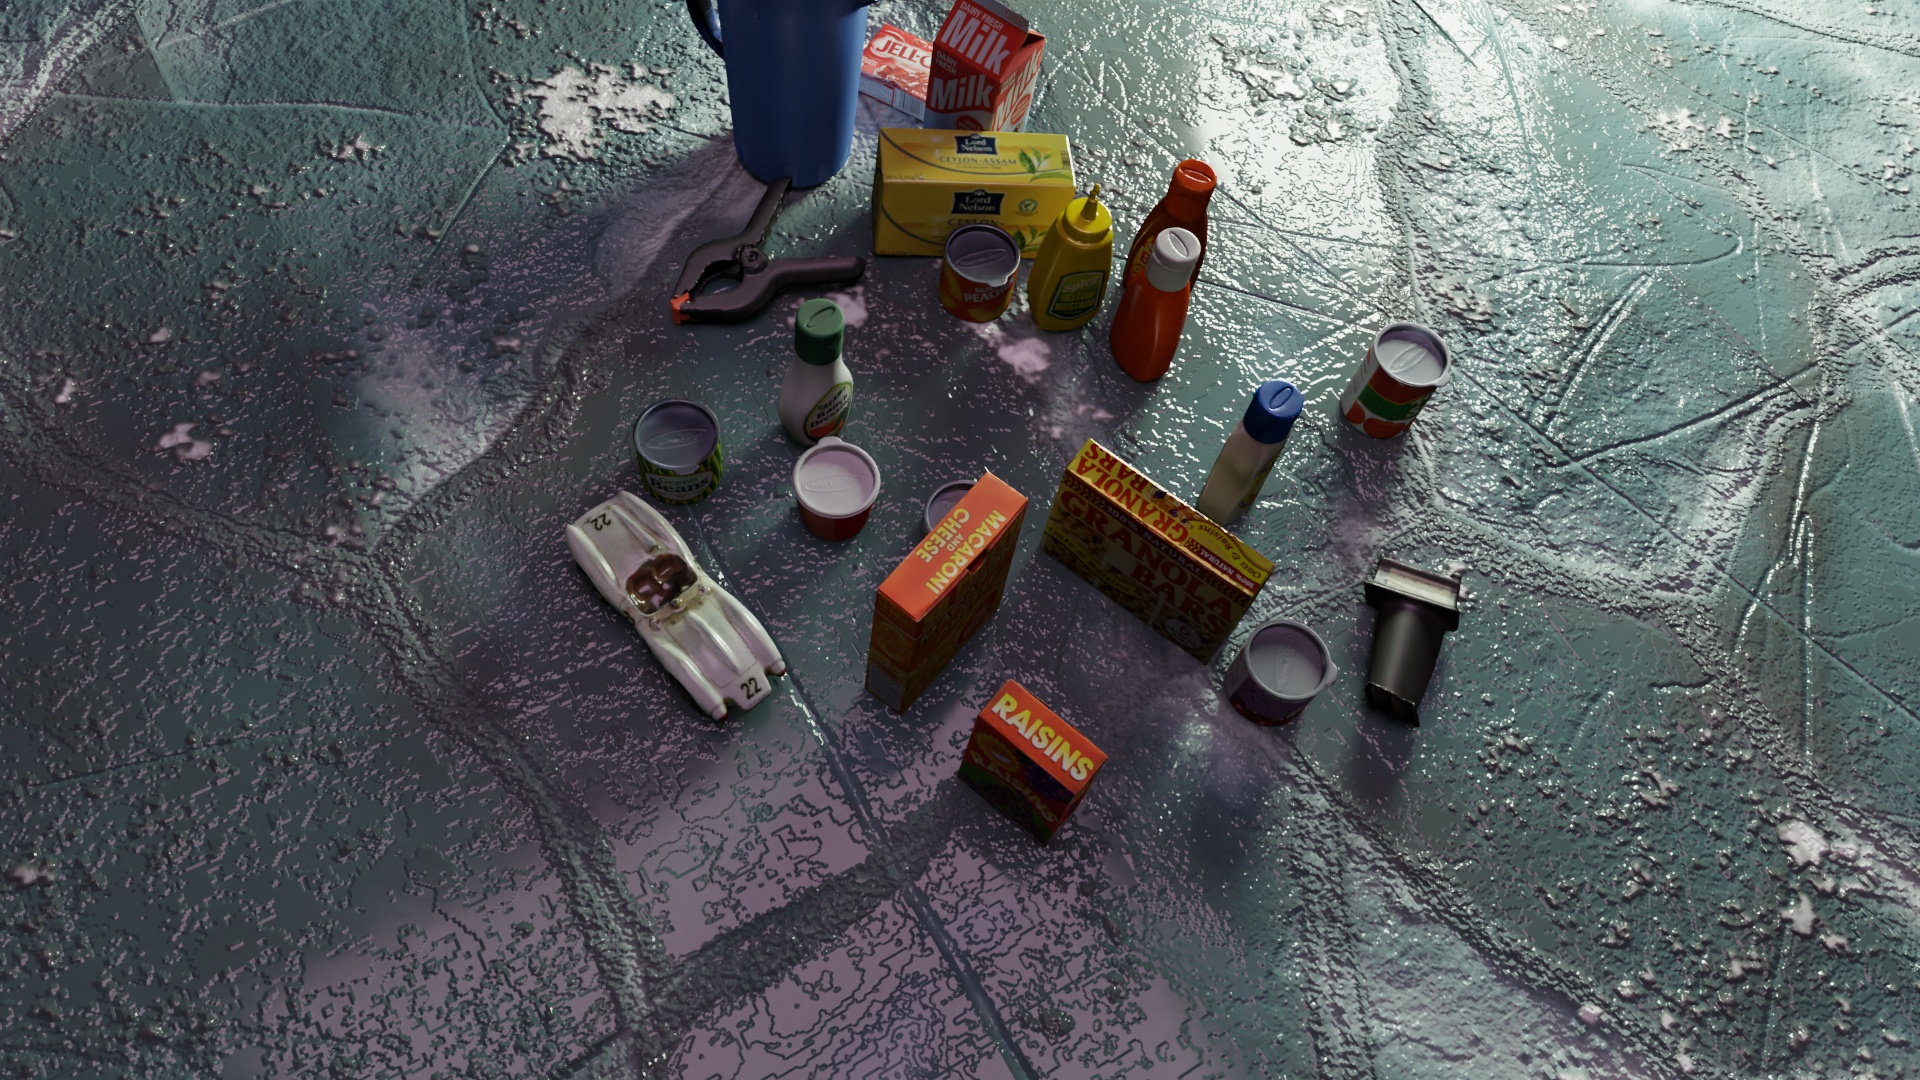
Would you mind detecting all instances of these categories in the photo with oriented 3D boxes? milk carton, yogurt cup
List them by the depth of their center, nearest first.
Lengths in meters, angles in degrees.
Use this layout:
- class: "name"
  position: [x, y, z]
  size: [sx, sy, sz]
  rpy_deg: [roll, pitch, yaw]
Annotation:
- class: "yogurt cup"
  position: [-0.098, -0.036, 1.090]
  size: [0.072, 0.053, 0.073]
  rpy_deg: [3, 61, -6]
- class: "milk carton"
  position: [0.019, -0.402, 1.229]
  size: [0.072, 0.189, 0.074]
  rpy_deg: [34, 63, 11]

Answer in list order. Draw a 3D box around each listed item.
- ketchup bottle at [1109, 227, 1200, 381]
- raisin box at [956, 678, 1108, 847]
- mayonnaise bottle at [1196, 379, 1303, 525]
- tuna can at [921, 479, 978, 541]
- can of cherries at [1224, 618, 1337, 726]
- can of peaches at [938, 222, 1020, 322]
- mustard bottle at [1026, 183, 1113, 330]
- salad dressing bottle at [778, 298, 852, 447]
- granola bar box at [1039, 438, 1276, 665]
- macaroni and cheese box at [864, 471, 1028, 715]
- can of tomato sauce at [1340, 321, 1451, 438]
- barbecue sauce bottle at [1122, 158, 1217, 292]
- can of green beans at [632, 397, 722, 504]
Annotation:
- class: "ketchup bottle"
  position: [0.163, -0.198, 1.159]
  size: [0.044, 0.148, 0.065]
  rpy_deg: [-21, 66, -17]
- class: "raisin box"
  position: [0.048, 0.156, 0.963]
  size: [0.086, 0.122, 0.040]
  rpy_deg: [39, 64, 14]
- class: "mayonnaise bottle"
  position: [0.231, -0.071, 1.098]
  size: [0.041, 0.147, 0.065]
  rpy_deg: [40, 64, 14]
- class: "tuna can"
  position: [0.004, -0.014, 1.103]
  size: [0.071, 0.032, 0.071]
  rpy_deg: [3, 61, -6]
- class: "can of cherries"
  position: [0.242, 0.103, 1.054]
  size: [0.071, 0.058, 0.072]
  rpy_deg: [3, 61, -5]
- class: "can of peaches"
  position: [0.016, -0.231, 1.210]
  size: [0.071, 0.057, 0.071]
  rpy_deg: [3, 61, -5]
- class: "mustard bottle"
  position: [0.097, -0.240, 1.167]
  size: [0.065, 0.159, 0.049]
  rpy_deg: [-11, 63, -13]
- class: "salad dressing bottle"
  position: [-0.112, -0.130, 1.087]
  size: [0.064, 0.147, 0.044]
  rpy_deg: [-39, 72, -24]
- class: "granola bar box"
  position: [0.144, 0.012, 1.055]
  size: [0.166, 0.123, 0.039]
  rpy_deg: [36, 63, 12]
- class: "macaroni and cheese box"
  position: [-0.011, 0.042, 0.994]
  size: [0.040, 0.165, 0.124]
  rpy_deg: [36, 63, 13]
- class: "can of tomato sauce"
  position: [0.373, -0.135, 1.188]
  size: [0.071, 0.082, 0.071]
  rpy_deg: [3, 61, -5]
- class: "barbecue sauce bottle"
  position: [0.185, -0.265, 1.199]
  size: [0.065, 0.147, 0.044]
  rpy_deg: [24, 61, 6]
- class: "can of green beans"
  position: [-0.221, -0.069, 1.091]
  size: [0.071, 0.057, 0.071]
  rpy_deg: [3, 61, -5]
